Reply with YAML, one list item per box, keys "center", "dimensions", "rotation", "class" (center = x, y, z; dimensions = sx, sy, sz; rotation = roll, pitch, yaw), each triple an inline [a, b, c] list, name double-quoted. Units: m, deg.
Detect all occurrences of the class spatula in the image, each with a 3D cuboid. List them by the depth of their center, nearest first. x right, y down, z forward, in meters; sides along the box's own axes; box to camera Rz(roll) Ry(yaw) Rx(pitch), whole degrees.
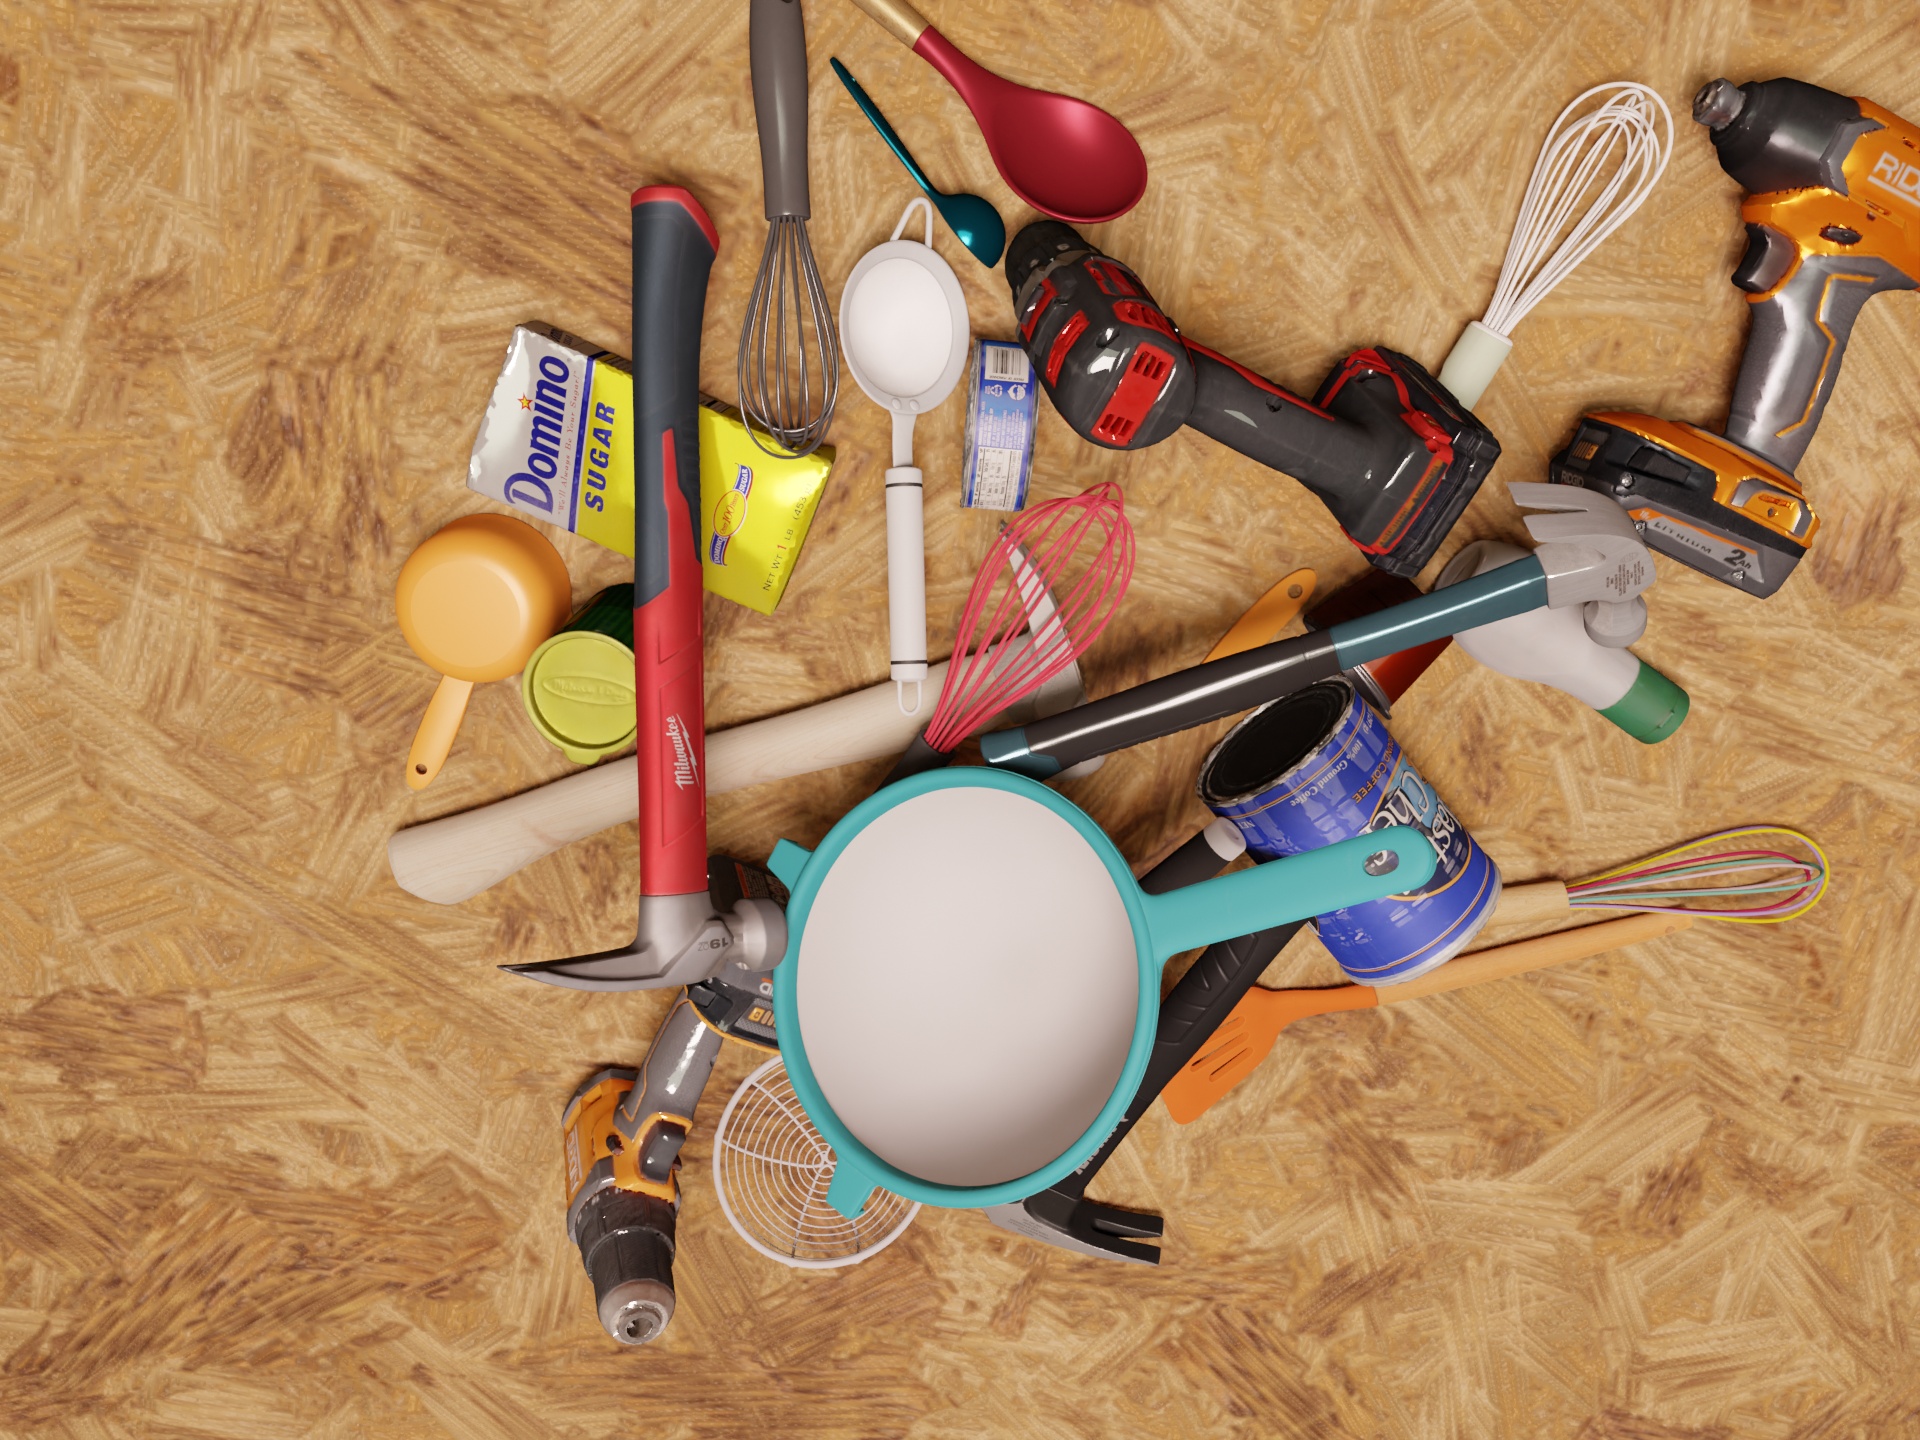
- center: [0.269, 0.161, 0.932]
  dimensions: [0.322, 0.041, 0.081]
  rotation: [-15, 120, 5]
  class: "spatula"

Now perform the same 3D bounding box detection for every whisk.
- center: [-0.089, -0.250, 0.786]
  dimensions: [0.055, 0.055, 0.239]
  rotation: [-2, 98, 2]
  class: "whisk"
- center: [0.273, -0.204, 0.807]
  dimensions: [0.059, 0.057, 0.246]
  rotation: [39, 113, 25]
  class: "whisk"
- center: [-0.001, -0.003, 0.837]
  dimensions: [0.073, 0.073, 0.295]
  rotation: [32, 111, -9]
  class: "whisk"
- center: [0.369, 0.103, 0.909]
  dimensions: [0.245, 0.051, 0.047]
  rotation: [-9, 114, 8]
  class: "whisk"

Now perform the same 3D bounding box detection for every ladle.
- center: [-0.040, -0.348, 0.769]
  dimensions: [0.315, 0.031, 0.069]
  rotation: [38, 71, -8]
  class: "ladle"

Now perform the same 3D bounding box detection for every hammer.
- center: [-0.155, -0.065, 0.769]
  dimensions: [0.143, 0.038, 0.386]
  rotation: [-1, 90, -39]
  class: "hammer"
- center: [0.170, -0.029, 0.778]
  dimensions: [0.331, 0.033, 0.128]
  rotation: [-19, 146, 11]
  class: "hammer"
- center: [-0.134, 0.015, 0.896]
  dimensions: [0.410, 0.038, 0.146]
  rotation: [-17, 107, 8]
  class: "hammer"
- center: [0.110, 0.199, 0.898]
  dimensions: [0.146, 0.035, 0.334]
  rotation: [25, 127, -5]
  class: "hammer"

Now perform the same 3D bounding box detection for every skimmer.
- center: [0.007, 0.172, 0.873]
  dimensions: [0.363, 0.090, 0.127]
  rotation: [-43, 70, 26]
  class: "skimmer"

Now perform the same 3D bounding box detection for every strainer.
- center: [0.071, 0.113, 0.779]
  dimensions: [0.340, 0.095, 0.211]
  rotation: [-20, 72, 23]
  class: "strainer"
- center: [-0.032, -0.131, 0.811]
  dimensions: [0.086, 0.050, 0.258]
  rotation: [-3, 91, -42]
  class: "strainer"

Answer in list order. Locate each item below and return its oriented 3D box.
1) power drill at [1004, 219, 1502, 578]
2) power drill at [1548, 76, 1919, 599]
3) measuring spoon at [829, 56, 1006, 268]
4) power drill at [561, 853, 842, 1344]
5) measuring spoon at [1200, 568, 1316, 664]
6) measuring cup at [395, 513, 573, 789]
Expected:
- center: [0.127, -0.167, 0.772]
  dimensions: [0.226, 0.188, 0.080]
  rotation: [16, 120, -23]
  class: "power drill"
- center: [0.388, -0.192, 0.783]
  dimensions: [0.164, 0.084, 0.226]
  rotation: [23, 105, -10]
  class: "power drill"
- center: [-0.018, -0.282, 0.789]
  dimensions: [0.021, 0.042, 0.128]
  rotation: [-37, 97, 19]
  class: "measuring spoon"
- center: [-0.153, 0.212, 0.888]
  dimensions: [0.084, 0.186, 0.226]
  rotation: [24, 106, -26]
  class: "power drill"
- center: [0.154, -0.040, 0.880]
  dimensions: [0.021, 0.011, 0.117]
  rotation: [41, 105, -12]
  class: "measuring spoon"
- center: [-0.279, -0.028, 0.875]
  dimensions: [0.095, 0.052, 0.173]
  rotation: [25, 106, -7]
  class: "measuring cup"
